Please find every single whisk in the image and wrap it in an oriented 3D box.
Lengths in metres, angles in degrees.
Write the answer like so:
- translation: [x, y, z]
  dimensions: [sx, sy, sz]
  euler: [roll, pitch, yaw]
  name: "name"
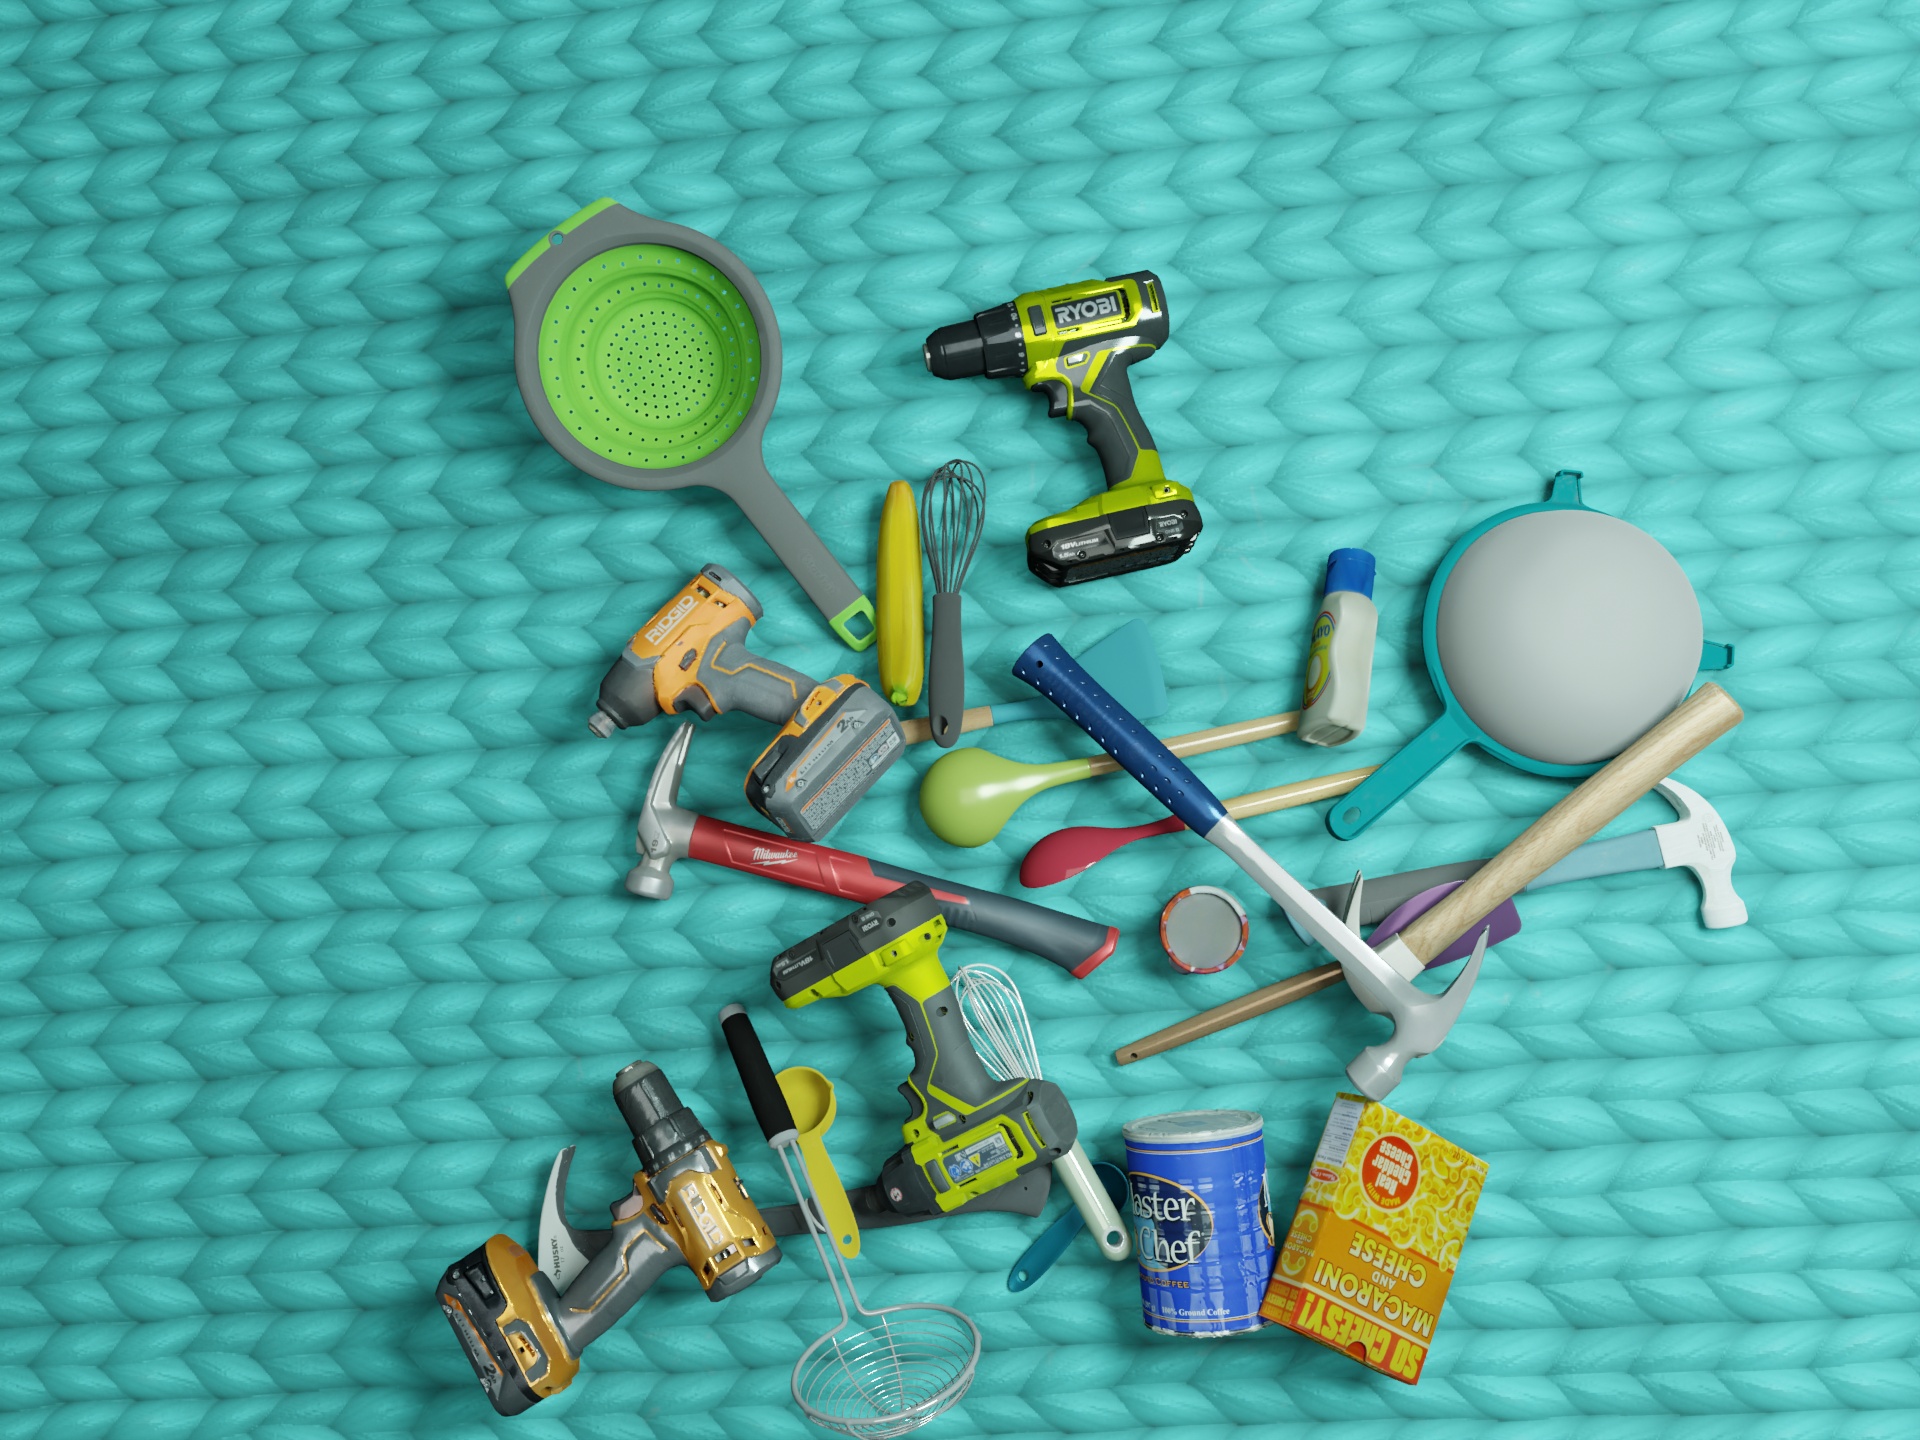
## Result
- translation: [0.060, 0.292, 1.195]
  dimensions: [0.058, 0.059, 0.246]
  euler: [-28, 79, -9]
  name: "whisk"
- translation: [-0.007, -0.094, 1.234]
  dimensions: [0.055, 0.055, 0.239]
  euler: [-1, 74, 6]
  name: "whisk"

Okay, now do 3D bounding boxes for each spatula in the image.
- translation: [0.261, 0.194, 1.189]
  dimensions: [0.316, 0.018, 0.059]
  euler: [-25, 99, 11]
  name: "spatula"
- translation: [-0.002, -0.004, 1.233]
  dimensions: [0.317, 0.044, 0.082]
  euler: [-12, 71, -2]
  name: "spatula"

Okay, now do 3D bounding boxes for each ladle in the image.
- translation: [0.124, 0.032, 1.233]
  dimensions: [0.320, 0.062, 0.078]
  euler: [-13, 79, -2]
  name: "ladle"
- translation: [0.195, 0.072, 1.213]
  dimensions: [0.315, 0.069, 0.031]
  euler: [-14, 109, -1]
  name: "ladle"

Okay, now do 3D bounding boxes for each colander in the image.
- translation: [-0.193, -0.222, 1.275]
  dimensions: [0.204, 0.094, 0.397]
  euler: [-38, 100, 1]
  name: "colander"

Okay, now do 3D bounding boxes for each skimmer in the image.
- translation: [-0.103, 0.333, 1.123]
  dimensions: [0.127, 0.090, 0.364]
  euler: [-16, 51, -19]
  name: "skimmer"

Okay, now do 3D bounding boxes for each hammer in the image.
- translation: [0.405, 0.119, 1.191]
  dimensions: [0.331, 0.033, 0.128]
  euler: [-11, 84, 5]
  name: "hammer"
- translation: [0.197, 0.079, 1.150]
  dimensions: [0.406, 0.035, 0.144]
  euler: [44, 104, 16]
  name: "hammer"
- translation: [0.409, 0.090, 1.132]
  dimensions: [0.331, 0.031, 0.130]
  euler: [-42, 88, 10]
  name: "hammer"
- translation: [-0.130, 0.379, 1.225]
  dimensions: [0.409, 0.036, 0.149]
  euler: [-10, 82, 5]
  name: "hammer"
- translation: [-0.063, 0.112, 1.242]
  dimensions: [0.386, 0.038, 0.143]
  euler: [14, 84, 8]
  name: "hammer"

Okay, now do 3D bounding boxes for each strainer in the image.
- translation: [0.404, -0.028, 1.148]
  dimensions: [0.340, 0.095, 0.211]
  euler: [-38, 85, -9]
  name: "strainer"

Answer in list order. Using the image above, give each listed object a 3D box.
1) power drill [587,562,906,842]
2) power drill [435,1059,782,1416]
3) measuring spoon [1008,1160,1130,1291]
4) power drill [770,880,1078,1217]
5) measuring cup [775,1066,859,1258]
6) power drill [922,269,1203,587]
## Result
- translation: [-0.171, -0.006, 1.208]
  dimensions: [0.227, 0.084, 0.164]
  euler: [36, 75, 28]
  name: "power drill"
- translation: [-0.271, 0.381, 1.184]
  dimensions: [0.226, 0.084, 0.185]
  euler: [-32, 80, -3]
  name: "power drill"
- translation: [0.082, 0.387, 1.212]
  dimensions: [0.042, 0.021, 0.128]
  euler: [43, 99, 18]
  name: "measuring spoon"
- translation: [-0.039, 0.247, 1.167]
  dimensions: [0.171, 0.080, 0.223]
  euler: [-31, 84, 21]
  name: "power drill"
- translation: [-0.105, 0.335, 1.199]
  dimensions: [0.062, 0.029, 0.157]
  euler: [-23, 57, -5]
  name: "measuring cup"
- translation: [0.083, -0.226, 1.235]
  dimensions: [0.190, 0.080, 0.228]
  euler: [-13, 81, -2]
  name: "power drill"
